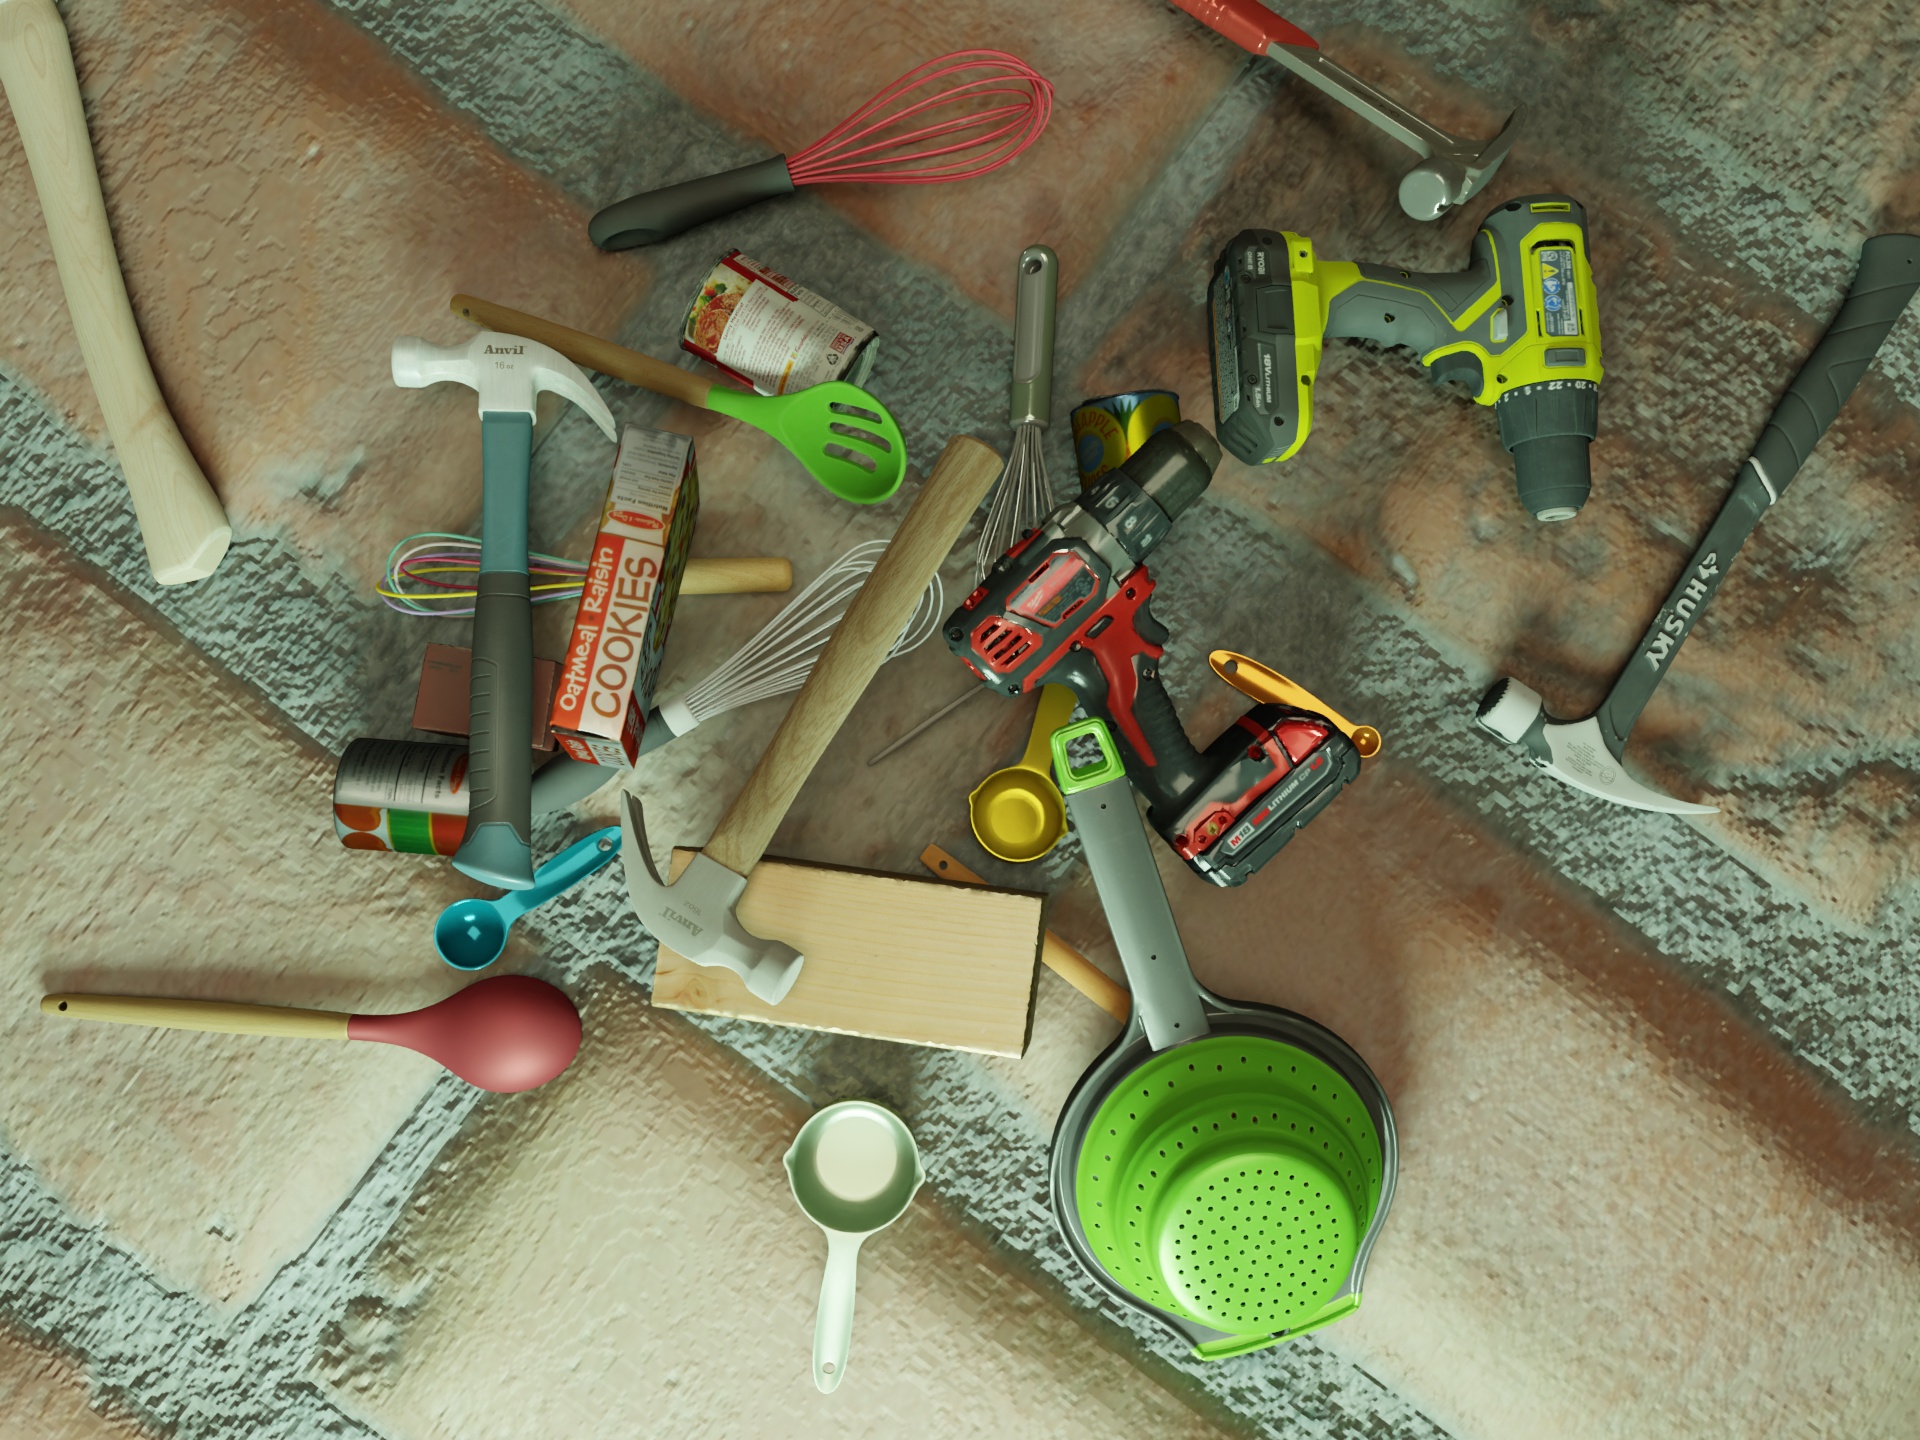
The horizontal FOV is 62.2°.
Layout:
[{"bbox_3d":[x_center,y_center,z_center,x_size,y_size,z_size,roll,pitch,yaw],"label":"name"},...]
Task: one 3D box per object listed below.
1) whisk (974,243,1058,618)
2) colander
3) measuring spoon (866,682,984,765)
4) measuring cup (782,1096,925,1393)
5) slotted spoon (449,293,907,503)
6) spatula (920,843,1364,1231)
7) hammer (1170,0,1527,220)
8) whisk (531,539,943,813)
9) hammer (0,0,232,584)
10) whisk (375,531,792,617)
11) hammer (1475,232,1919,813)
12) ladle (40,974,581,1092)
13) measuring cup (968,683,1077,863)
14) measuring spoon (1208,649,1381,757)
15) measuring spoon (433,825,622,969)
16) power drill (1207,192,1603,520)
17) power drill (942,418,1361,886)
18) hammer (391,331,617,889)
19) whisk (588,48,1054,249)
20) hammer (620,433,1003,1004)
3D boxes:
[{"bbox_3d":[0.040,-0.171,0.962,0.058,0.059,0.246,-1,81,26],"label":"whisk"},{"bbox_3d":[0.127,0.191,0.863,0.204,0.094,0.397,-19,101,2],"label":"colander"},{"bbox_3d":[-0.002,-0.003,0.957,0.124,0.034,0.018,-34,93,2],"label":"measuring spoon"},{"bbox_3d":[-0.067,0.303,0.929,0.083,0.038,0.167,7,88,-1],"label":"measuring cup"},{"bbox_3d":[-0.168,-0.201,0.938,0.314,0.031,0.070,21,125,14],"label":"slotted spoon"},{"bbox_3d":[0.106,0.178,0.949,0.322,0.041,0.081,38,86,6],"label":"spatula"},{"bbox_3d":[0.174,-0.432,0.970,0.359,0.036,0.149,37,49,9],"label":"hammer"},{"bbox_3d":[-0.139,-0.021,0.944,0.284,0.070,0.070,-29,87,1],"label":"whisk"},{"bbox_3d":[-0.536,-0.277,0.960,0.146,0.038,0.411,-18,87,-1],"label":"hammer"},{"bbox_3d":[-0.224,-0.088,0.953,0.245,0.047,0.051,-2,85,-6],"label":"whisk"},{"bbox_3d":[0.484,-0.127,0.973,0.149,0.036,0.409,34,86,0],"label":"hammer"},{"bbox_3d":[-0.384,0.177,0.937,0.315,0.031,0.069,4,85,1],"label":"ladle"},{"bbox_3d":[0.050,0.013,0.963,0.062,0.029,0.156,20,74,1],"label":"measuring cup"},{"bbox_3d":[0.203,-0.011,0.972,0.117,0.011,0.021,30,86,5],"label":"measuring spoon"},{"bbox_3d":[-0.254,0.103,0.952,0.128,0.021,0.042,-34,87,-12],"label":"measuring spoon"},{"bbox_3d":[0.272,-0.213,0.954,0.228,0.080,0.190,-2,85,-4],"label":"power drill"},{"bbox_3d":[0.126,-0.039,0.907,0.188,0.080,0.226,-44,100,2],"label":"power drill"},{"bbox_3d":[-0.261,-0.068,0.903,0.128,0.033,0.331,-1,74,-8],"label":"hammer"},{"bbox_3d":[-0.086,-0.339,0.965,0.296,0.073,0.073,-17,86,3],"label":"whisk"},{"bbox_3d":[-0.073,-0.019,0.878,0.130,0.031,0.331,27,77,11],"label":"hammer"}]
